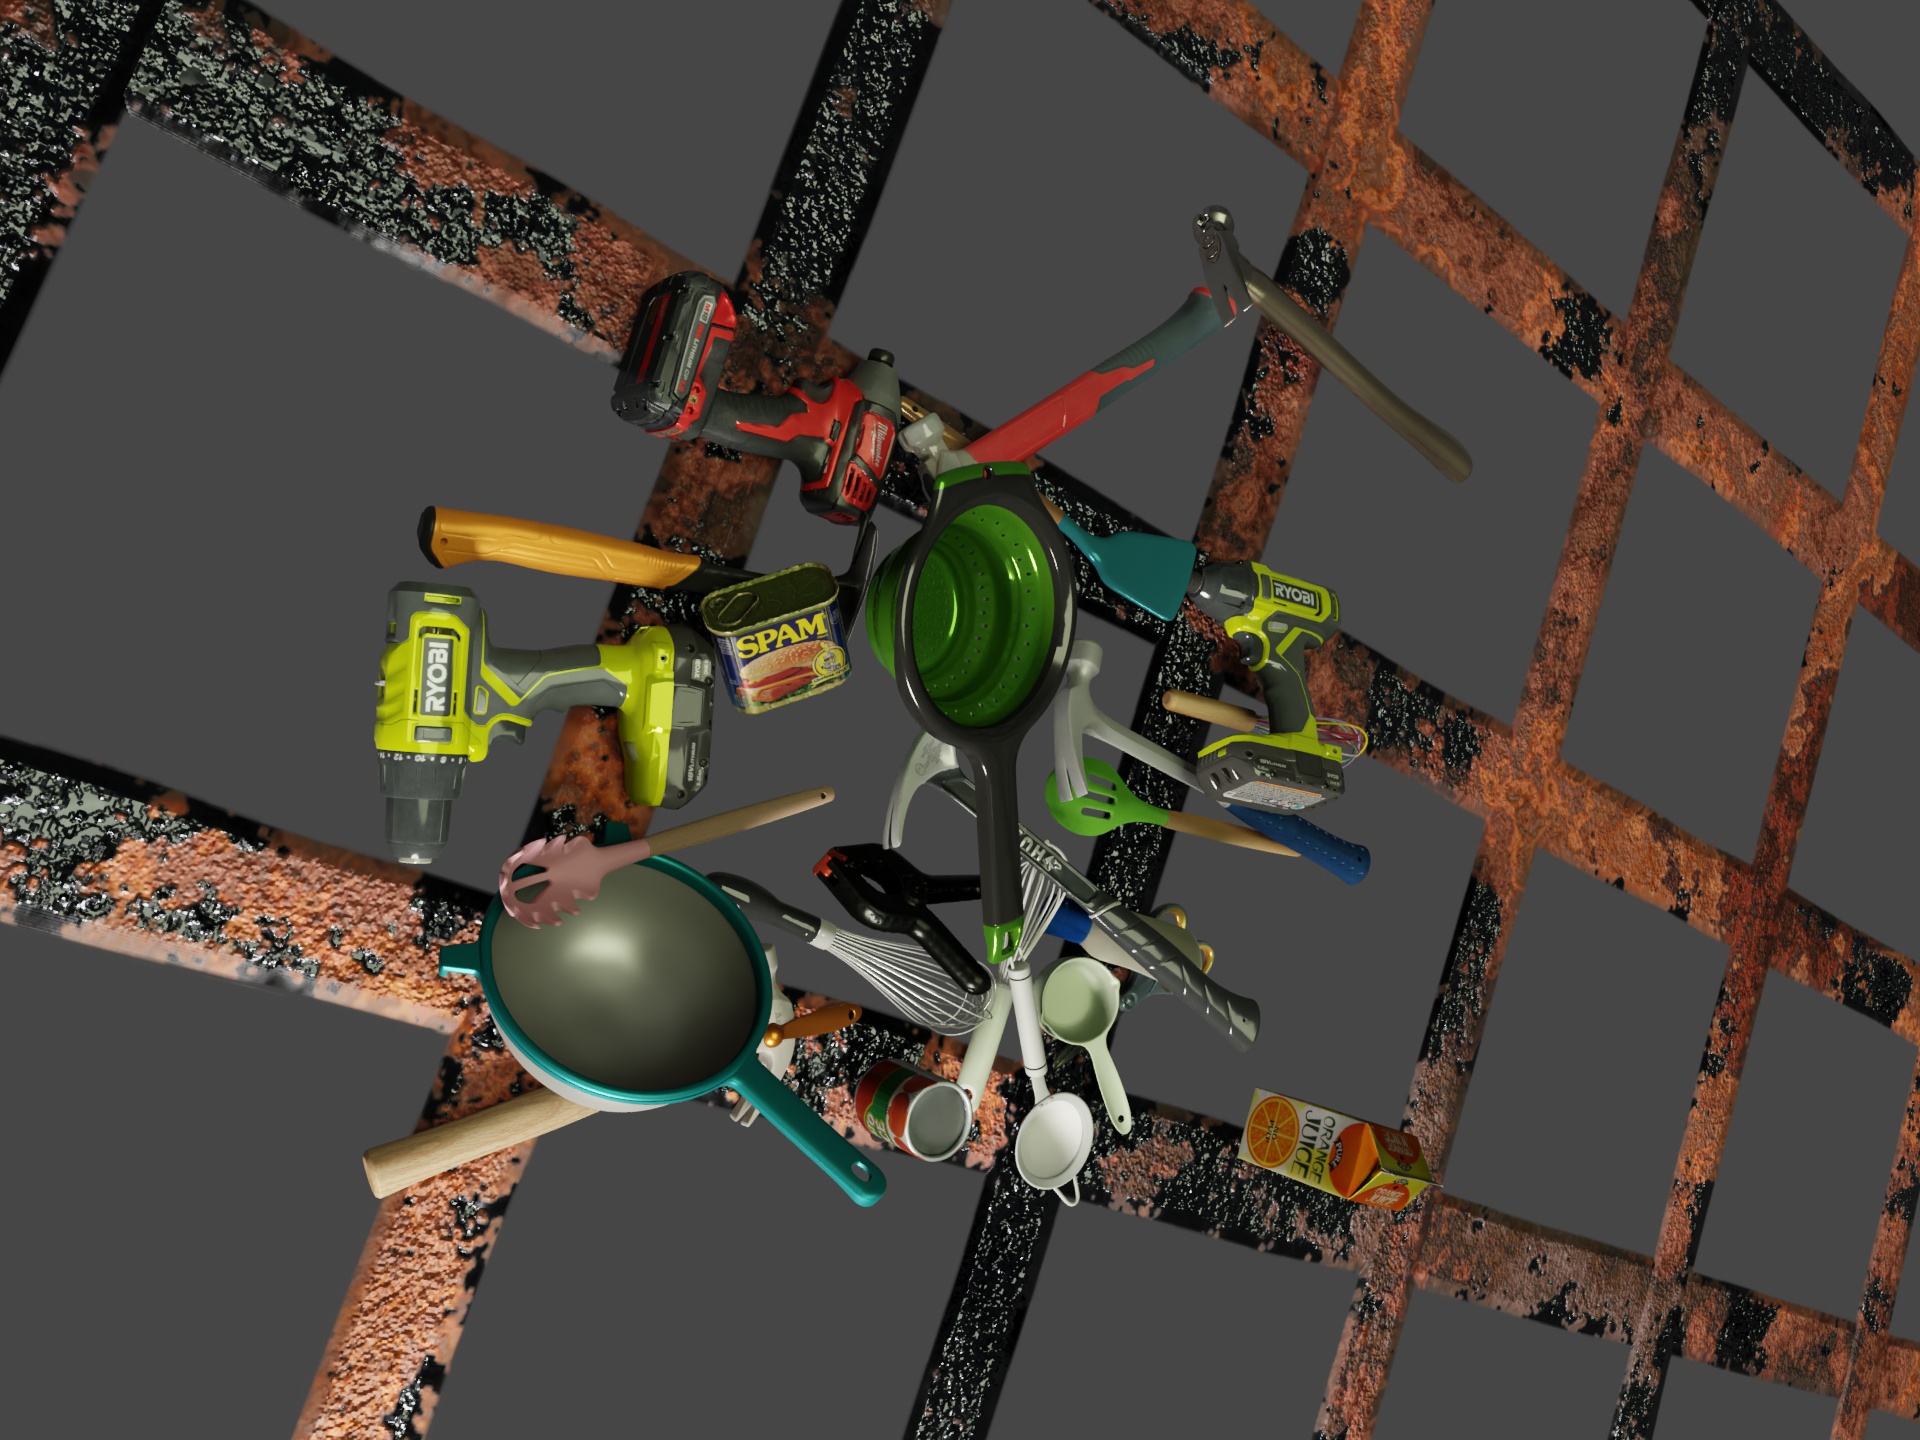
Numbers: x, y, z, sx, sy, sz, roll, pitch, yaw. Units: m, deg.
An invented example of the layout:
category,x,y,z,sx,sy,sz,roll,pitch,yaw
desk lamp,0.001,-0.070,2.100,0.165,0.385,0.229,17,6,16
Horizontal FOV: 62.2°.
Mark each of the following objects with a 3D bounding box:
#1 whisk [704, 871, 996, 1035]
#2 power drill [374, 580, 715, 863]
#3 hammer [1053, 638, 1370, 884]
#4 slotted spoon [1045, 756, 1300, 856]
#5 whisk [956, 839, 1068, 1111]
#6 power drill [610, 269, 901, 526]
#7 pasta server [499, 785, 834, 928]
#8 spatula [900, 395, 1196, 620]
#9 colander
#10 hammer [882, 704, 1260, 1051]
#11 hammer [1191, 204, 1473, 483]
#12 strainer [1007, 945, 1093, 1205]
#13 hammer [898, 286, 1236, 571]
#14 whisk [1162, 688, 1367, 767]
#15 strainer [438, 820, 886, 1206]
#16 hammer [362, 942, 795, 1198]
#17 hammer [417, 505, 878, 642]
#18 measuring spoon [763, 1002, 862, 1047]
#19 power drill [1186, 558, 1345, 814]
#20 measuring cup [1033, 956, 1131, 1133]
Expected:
category,x,y,z,sx,sy,sz,roll,pitch,yaw
whisk,-0.086,0.184,1.289,0.284,0.070,0.070,30,77,-26
power drill,-0.298,0.007,1.131,0.228,0.080,0.190,4,89,-30
hammer,0.239,0.071,1.477,0.405,0.035,0.144,27,60,-31
slotted spoon,0.210,0.094,1.487,0.313,0.031,0.070,15,82,-33
whisk,0.039,0.221,1.376,0.058,0.059,0.246,17,86,12
power drill,-0.142,-0.251,1.220,0.219,0.079,0.143,21,82,-35
pasta server,-0.207,0.088,1.173,0.316,0.040,0.060,-15,97,-46
spatula,0.073,-0.192,1.376,0.317,0.044,0.082,31,69,-28
colander,-0.002,-0.004,1.258,0.204,0.094,0.397,-17,109,-45
hammer,0.107,0.153,1.350,0.408,0.036,0.149,41,66,-15
hammer,0.373,-0.333,1.531,0.410,0.038,0.146,29,40,-34
strainer,0.066,0.305,1.375,0.087,0.050,0.258,-24,116,-31
hammer,0.119,-0.270,1.383,0.386,0.038,0.143,-37,102,-31
whisk,0.297,0.002,1.529,0.244,0.047,0.051,14,67,-28
strainer,-0.200,0.239,1.129,0.340,0.095,0.211,40,39,5
hammer,-0.273,0.279,1.186,0.331,0.031,0.130,-16,100,-30
hammer,-0.225,-0.119,1.175,0.336,0.034,0.127,7,118,-29
measuring spoon,-0.115,0.243,1.272,0.117,0.011,0.021,-2,93,-54
power drill,0.276,-0.037,1.466,0.171,0.080,0.223,12,65,-27
measuring cup,0.114,0.289,1.416,0.083,0.038,0.167,-23,98,-22
